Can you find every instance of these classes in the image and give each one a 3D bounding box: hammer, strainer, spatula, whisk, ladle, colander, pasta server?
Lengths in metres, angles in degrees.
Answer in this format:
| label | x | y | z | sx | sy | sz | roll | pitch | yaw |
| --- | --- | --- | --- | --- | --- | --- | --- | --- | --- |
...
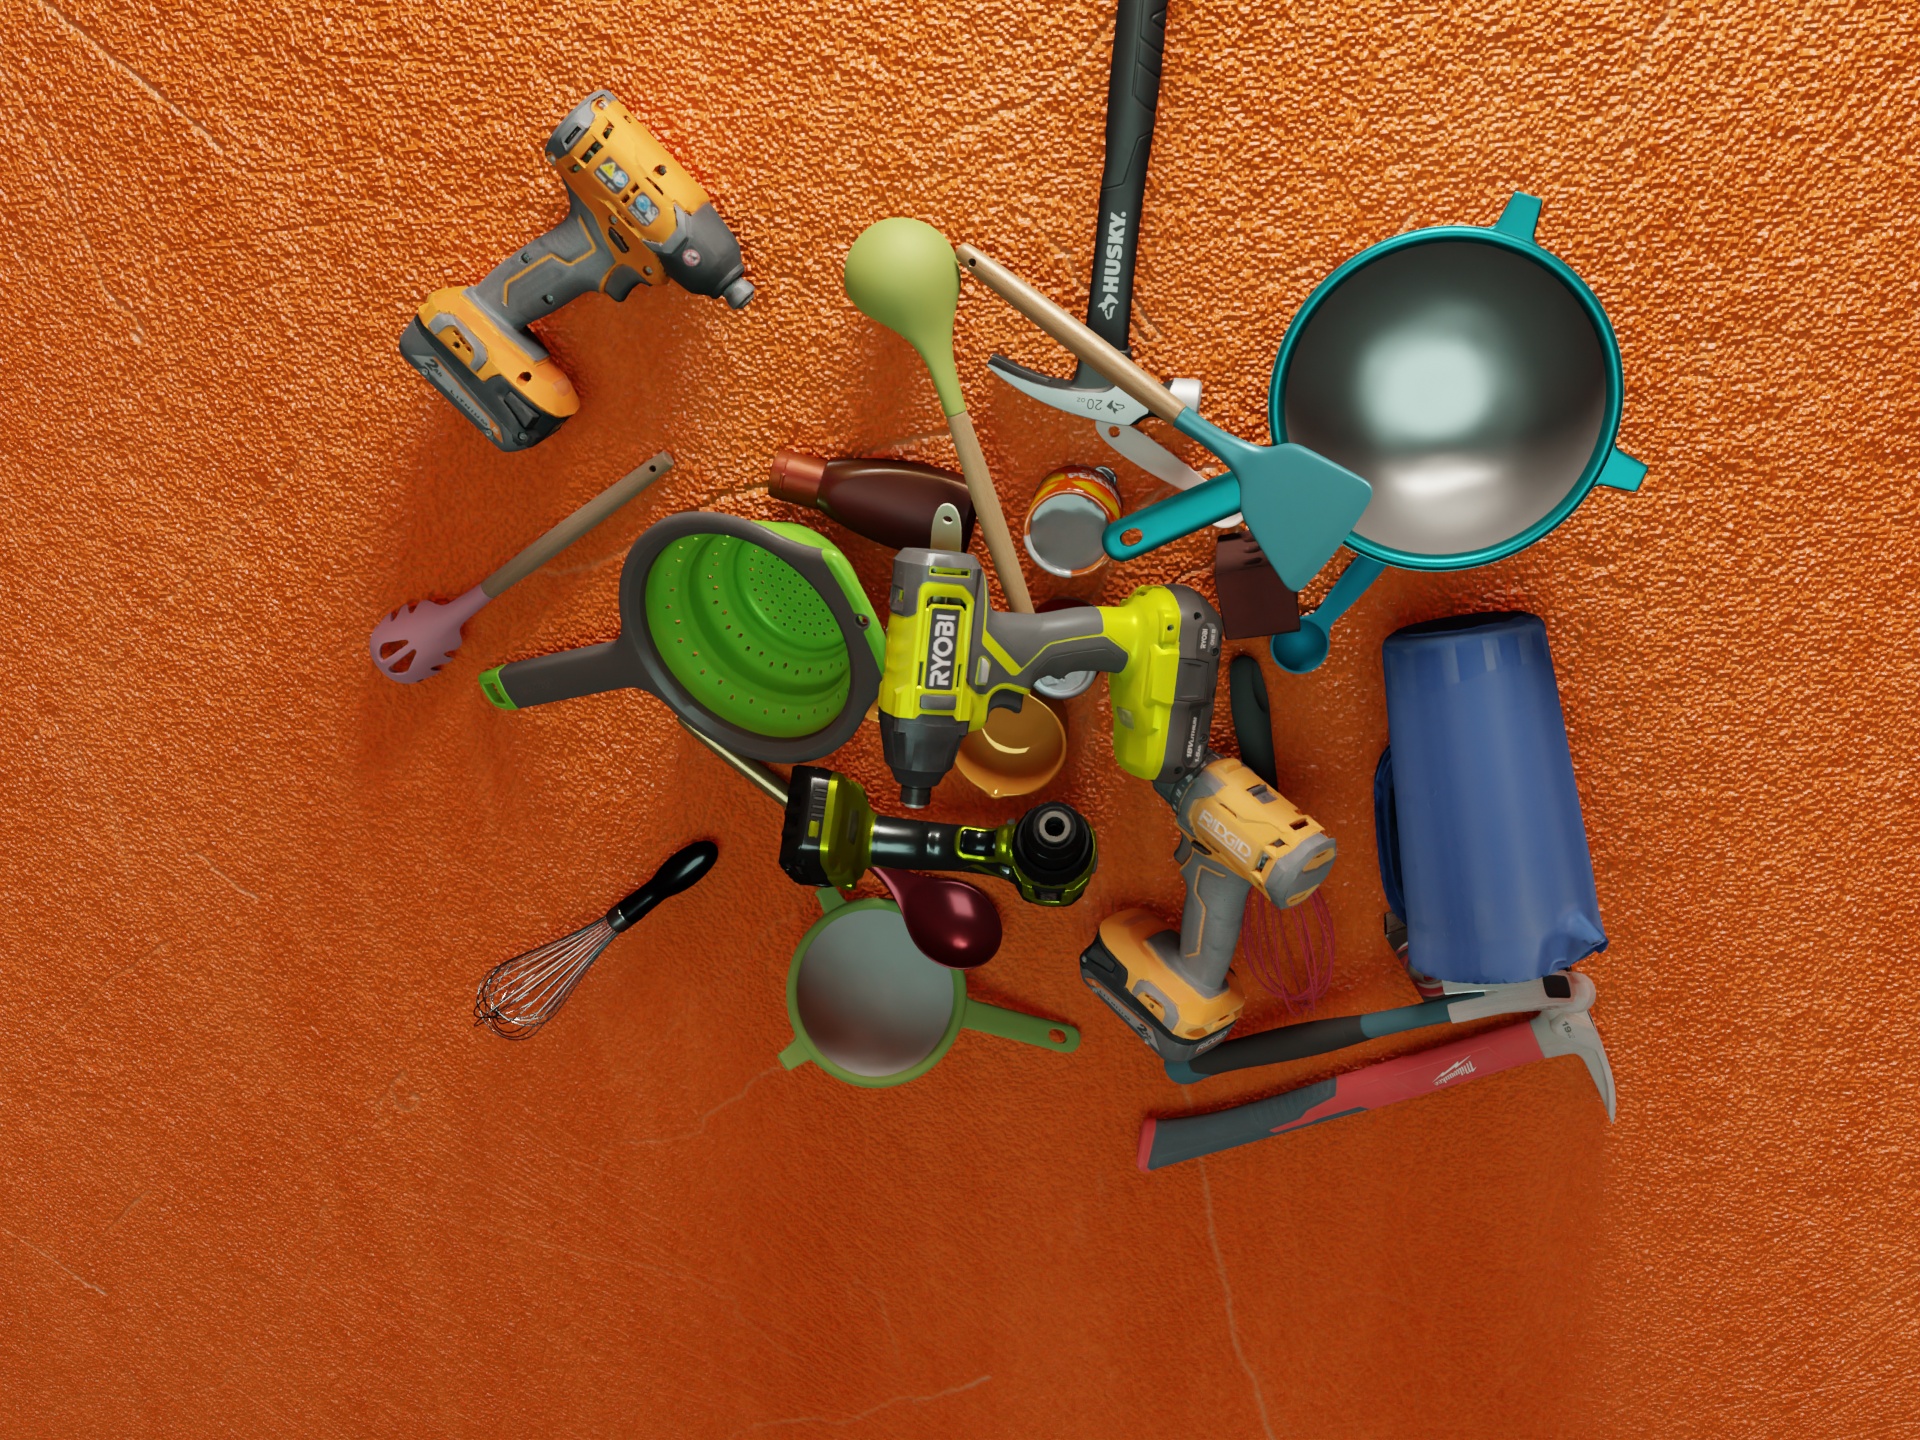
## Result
| label | x | y | z | sx | sy | sz | roll | pitch | yaw |
| --- | --- | --- | --- | --- | --- | --- | --- | --- | --- |
| hammer | 0.328 | 0.315 | 1.300 | 0.386 | 0.038 | 0.143 | -22 | 111 | 19 |
| hammer | 0.101 | -0.359 | 1.025 | 0.146 | 0.035 | 0.334 | 7 | 116 | 6 |
| strainer | -0.027 | 0.238 | 1.314 | 0.256 | 0.151 | 0.069 | 17 | 162 | -17 |
| hammer | 0.301 | 0.236 | 1.215 | 0.331 | 0.128 | 0.033 | -23 | 66 | 37 |
| spatula | 0.118 | -0.210 | 1.014 | 0.317 | 0.044 | 0.082 | 39 | 118 | 9 |
| whisk | 0.235 | 0.091 | 1.202 | 0.073 | 0.073 | 0.295 | -8 | 108 | 14 |
| ladle | 0.002 | -0.186 | 1.094 | 0.078 | 0.062 | 0.320 | -23 | 108 | -12 |
| colander | -0.205 | -0.067 | 1.198 | 0.397 | 0.094 | 0.204 | -8 | 118 | 33 |
| strainer | 0.254 | -0.185 | 1.046 | 0.340 | 0.095 | 0.211 | -22 | 98 | 23 |
| ladle | -0.099 | 0.092 | 1.274 | 0.315 | 0.031 | 0.069 | 38 | 73 | -4 |
| whisk | -0.309 | 0.183 | 1.346 | 0.284 | 0.070 | 0.070 | -37 | 104 | 18 |
| pasta server | -0.342 | -0.117 | 1.225 | 0.316 | 0.040 | 0.060 | -32 | 106 | 18 |

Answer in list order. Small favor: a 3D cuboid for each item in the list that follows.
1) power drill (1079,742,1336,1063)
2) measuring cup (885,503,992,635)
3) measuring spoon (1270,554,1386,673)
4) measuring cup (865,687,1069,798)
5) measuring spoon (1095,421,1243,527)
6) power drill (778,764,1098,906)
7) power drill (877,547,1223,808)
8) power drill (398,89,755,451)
| label | x | y | z | sx | sy | sz | roll | pitch | yaw |
| --- | --- | --- | --- | --- | --- | --- | --- | --- | --- |
| power drill | 0.164 | 0.120 | 1.193 | 0.185 | 0.084 | 0.226 | 42 | 130 | 31 |
| measuring cup | -0.009 | -0.100 | 1.136 | 0.083 | 0.038 | 0.167 | 11 | 138 | 6 |
| measuring spoon | 0.270 | -0.089 | 1.136 | 0.042 | 0.021 | 0.128 | 36 | 107 | -7 |
| measuring cup | -0.002 | -0.004 | 1.202 | 0.173 | 0.052 | 0.095 | 15 | 117 | 5 |
| measuring spoon | 0.148 | -0.178 | 1.116 | 0.124 | 0.018 | 0.034 | 33 | 116 | 1 |
| power drill | -0.012 | 0.087 | 1.170 | 0.228 | 0.190 | 0.080 | 6 | 76 | 4 |
| power drill | 0.056 | -0.023 | 1.081 | 0.223 | 0.080 | 0.171 | 3 | 100 | -19 |
| power drill | -0.259 | -0.292 | 1.098 | 0.226 | 0.084 | 0.164 | -41 | 103 | 20 |
